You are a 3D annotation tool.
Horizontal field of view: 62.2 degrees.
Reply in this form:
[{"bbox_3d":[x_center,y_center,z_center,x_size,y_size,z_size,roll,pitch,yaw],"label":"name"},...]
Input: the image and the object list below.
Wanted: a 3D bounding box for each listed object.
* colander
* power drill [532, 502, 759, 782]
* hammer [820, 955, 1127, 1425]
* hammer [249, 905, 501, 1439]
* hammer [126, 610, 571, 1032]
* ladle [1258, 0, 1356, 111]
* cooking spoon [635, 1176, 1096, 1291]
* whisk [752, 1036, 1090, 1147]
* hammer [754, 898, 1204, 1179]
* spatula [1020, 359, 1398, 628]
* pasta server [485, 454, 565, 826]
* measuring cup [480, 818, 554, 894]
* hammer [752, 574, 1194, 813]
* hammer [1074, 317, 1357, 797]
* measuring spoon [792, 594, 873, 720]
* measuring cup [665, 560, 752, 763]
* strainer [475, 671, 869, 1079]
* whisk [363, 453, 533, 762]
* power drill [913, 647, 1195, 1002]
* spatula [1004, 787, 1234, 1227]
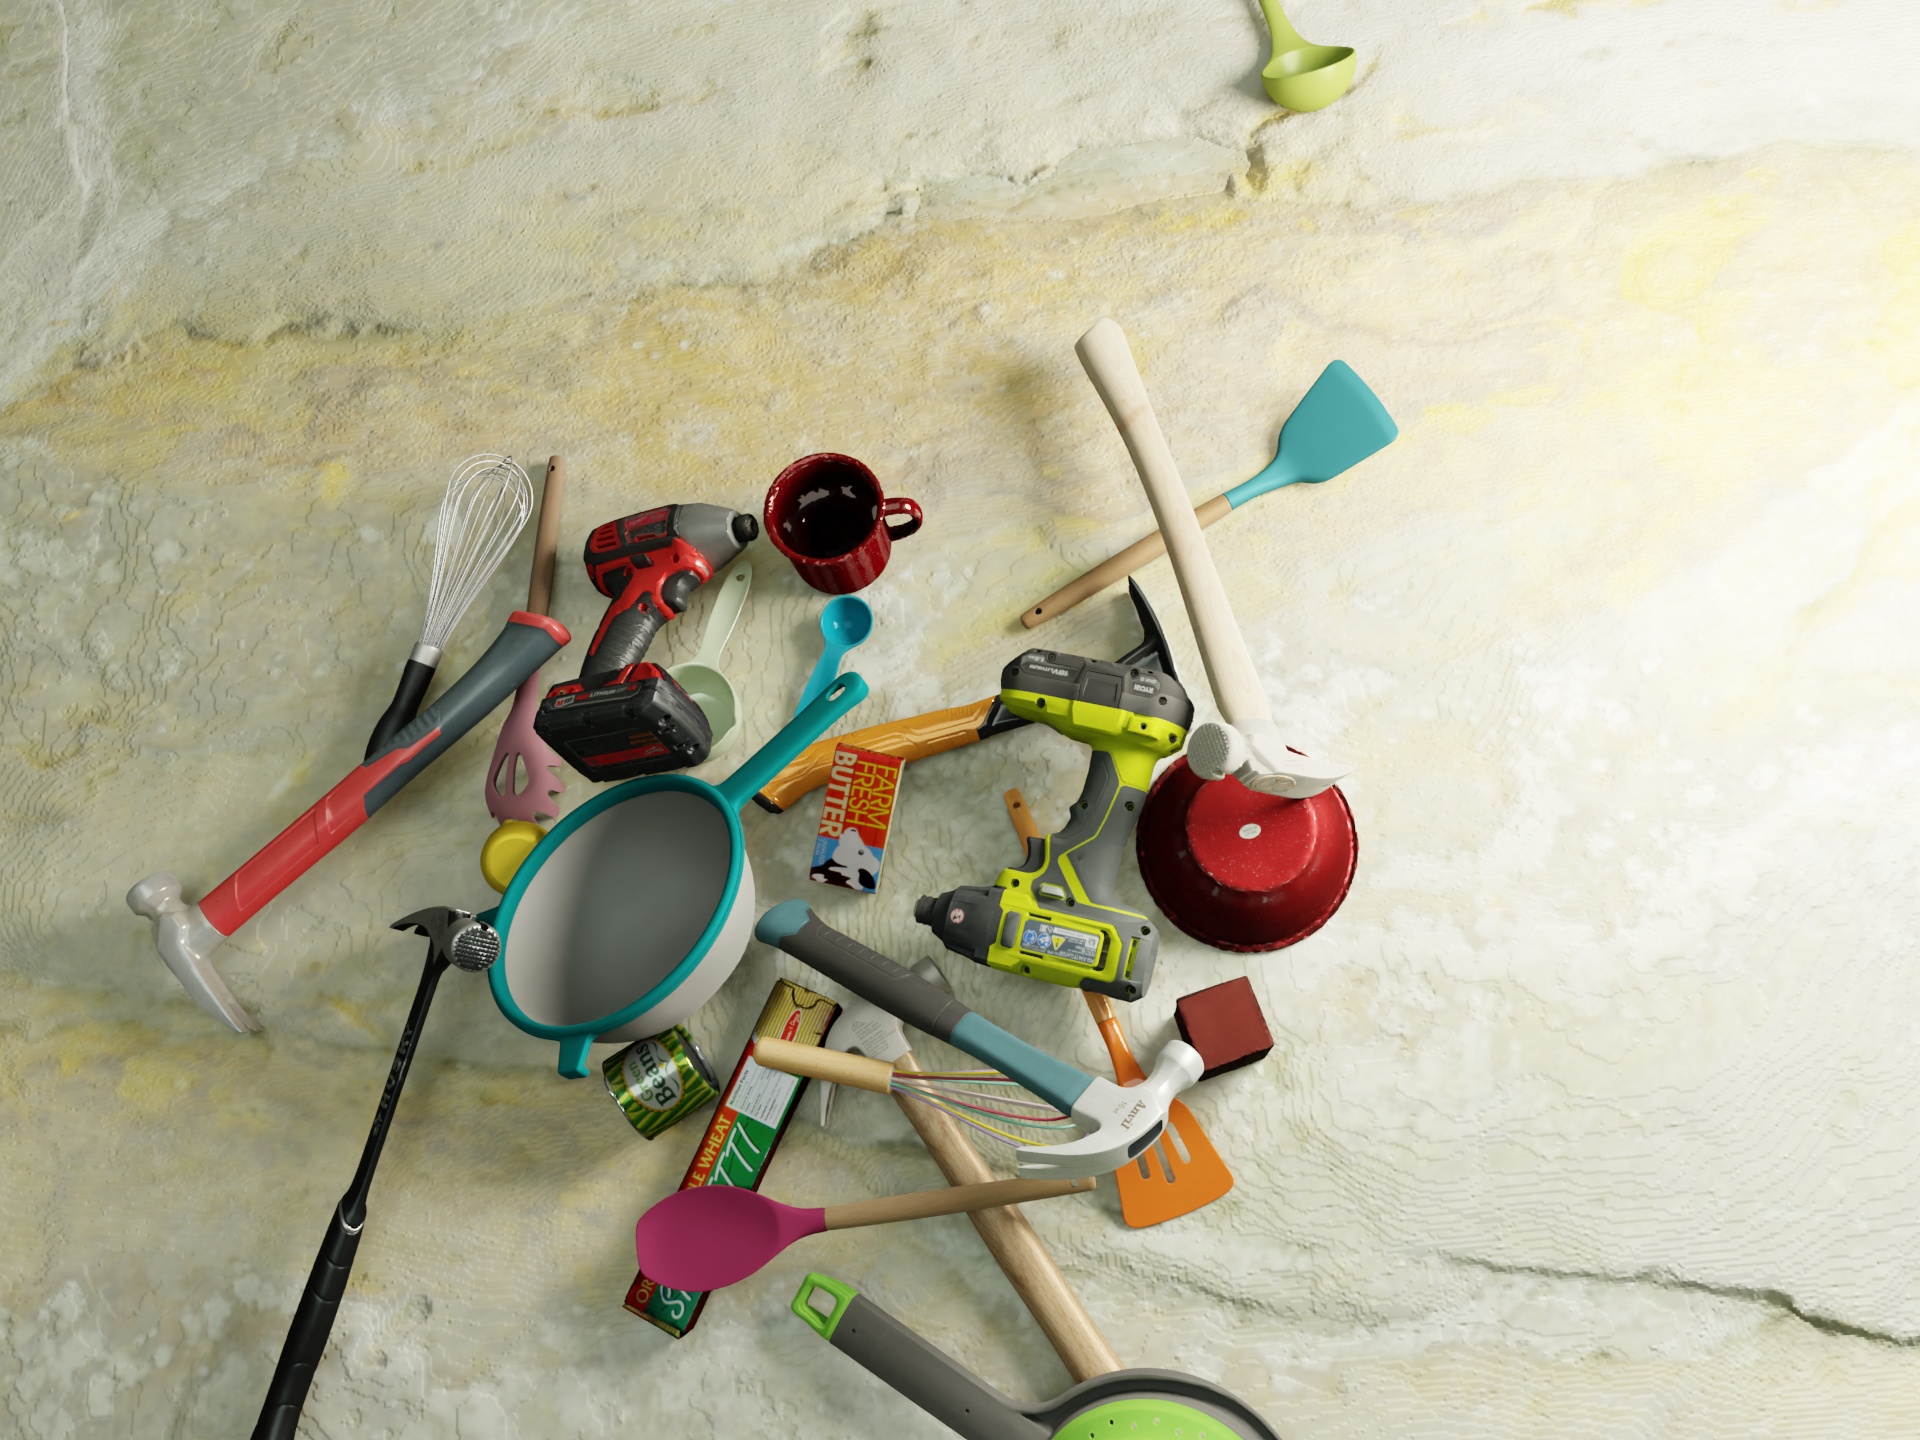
[{"bbox_3d":[0.047,0.478,1.000,0.397,0.094,0.204,29,92,17],"label":"colander"},{"bbox_3d":[-0.228,-0.070,1.190,0.143,0.078,0.220,-10,53,22],"label":"power drill"},{"bbox_3d":[0.015,0.334,1.099,0.130,0.031,0.331,-34,73,-5],"label":"hammer"},{"bbox_3d":[-0.427,0.327,1.125,0.149,0.036,0.409,8,78,55],"label":"hammer"},{"bbox_3d":[-0.441,0.064,1.205,0.386,0.038,0.143,-41,82,-1],"label":"hammer"},{"bbox_3d":[0.252,-0.647,1.357,0.078,0.062,0.320,-18,70,1],"label":"ladle"},{"bbox_3d":[-0.066,0.336,1.081,0.319,0.017,0.069,-10,74,5],"label":"cooking spoon"},{"bbox_3d":[-0.025,0.246,1.091,0.245,0.047,0.051,9,34,13],"label":"whisk"},{"bbox_3d":[-0.008,0.203,1.083,0.331,0.033,0.128,24,52,31],"label":"hammer"},{"bbox_3d":[0.182,-0.161,1.223,0.317,0.044,0.082,-31,71,-2],"label":"spatula"},{"bbox_3d":[-0.336,-0.066,1.265,0.060,0.040,0.316,-1,69,6],"label":"pasta server"},{"bbox_3d":[-0.286,0.090,1.201,0.156,0.029,0.062,-18,97,-4],"label":"measuring cup"},{"bbox_3d":[-0.002,-0.004,1.201,0.337,0.034,0.127,-17,73,1],"label":"hammer"},{"bbox_3d":[0.169,-0.130,1.164,0.038,0.146,0.411,-39,54,37],"label":"hammer"},{"bbox_3d":[-0.103,-0.035,1.235,0.042,0.021,0.128,21,86,11],"label":"measuring spoon"},{"bbox_3d":[-0.191,-0.044,1.235,0.083,0.038,0.168,15,73,11],"label":"measuring cup"},{"bbox_3d":[-0.179,0.106,1.145,0.340,0.095,0.211,-43,44,-9],"label":"strainer"},{"bbox_3d":[-0.413,-0.082,1.264,0.070,0.070,0.285,18,82,11],"label":"whisk"},{"bbox_3d":[0.069,0.070,1.120,0.171,0.080,0.223,12,81,15],"label":"power drill"},{"bbox_3d":[0.095,0.195,1.138,0.081,0.041,0.323,-22,68,0],"label":"spatula"}]
